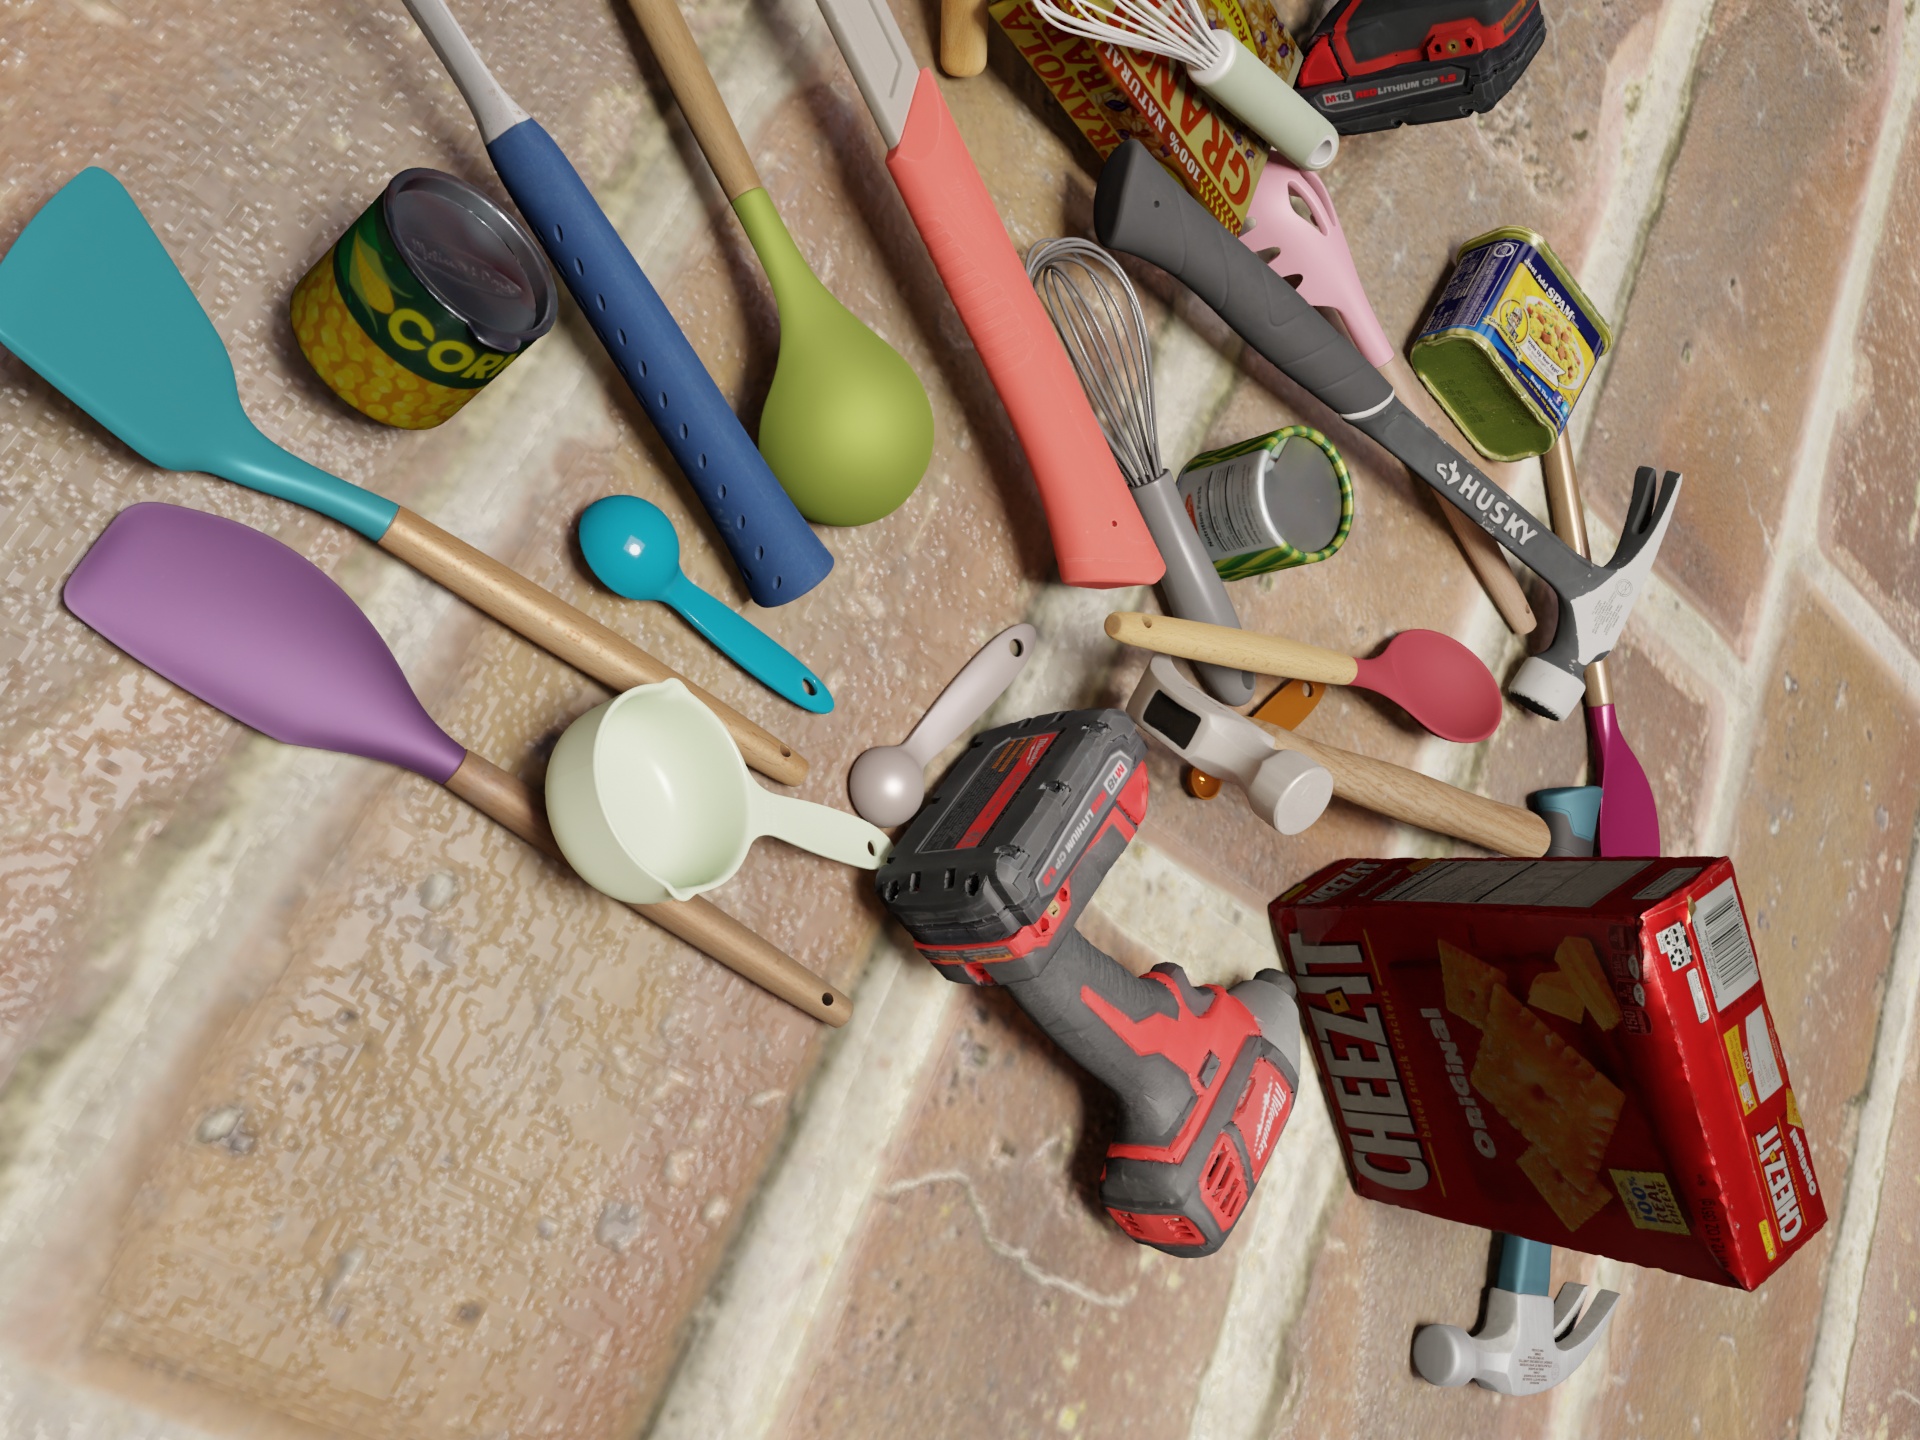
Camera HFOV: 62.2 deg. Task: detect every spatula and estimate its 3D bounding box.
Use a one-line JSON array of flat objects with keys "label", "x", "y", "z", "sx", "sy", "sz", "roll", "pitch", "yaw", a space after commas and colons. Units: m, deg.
[{"label": "spatula", "x": -0.172, "y": -0.059, "z": 0.554, "sx": 0.317, "sy": 0.044, "sz": 0.082, "roll": 34, "pitch": 40, "yaw": -29}, {"label": "spatula", "x": -0.158, "y": 0.028, "z": 0.570, "sx": 0.315, "sy": 0.018, "sz": 0.060, "roll": 38, "pitch": 62, "yaw": -24}]

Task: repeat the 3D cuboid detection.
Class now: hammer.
[{"label": "hammer", "x": -0.159, "y": -0.212, "z": 0.542, "sx": 0.035, "sy": 0.144, "sz": 0.405, "roll": -45, "pitch": 116, "yaw": -29}, {"label": "hammer", "x": 0.196, "y": 0.030, "z": 0.758, "sx": 0.331, "sy": 0.130, "sz": 0.031, "roll": 16, "pitch": 107, "yaw": -46}, {"label": "hammer", "x": 0.002, "y": -0.216, "z": 0.652, "sx": 0.149, "sy": 0.037, "sz": 0.359, "roll": -38, "pitch": 109, "yaw": -28}, {"label": "hammer", "x": 0.317, "y": 0.193, "z": 0.868, "sx": 0.128, "sy": 0.033, "sz": 0.331, "roll": 19, "pitch": 75, "yaw": -31}, {"label": "hammer", "x": 0.221, "y": -0.154, "z": 0.802, "sx": 0.408, "sy": 0.036, "sz": 0.149, "roll": 31, "pitch": 92, "yaw": -29}]

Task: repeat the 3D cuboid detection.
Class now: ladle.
[{"label": "ladle", "x": 0.171, "y": -0.026, "z": 0.759, "sx": 0.315, "sy": 0.031, "sz": 0.069, "roll": 7, "pitch": 57, "yaw": -46}, {"label": "ladle", "x": -0.100, "y": -0.226, "z": 0.630, "sx": 0.078, "sy": 0.062, "sz": 0.320, "roll": -29, "pitch": 94, "yaw": -27}]

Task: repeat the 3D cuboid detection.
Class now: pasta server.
[{"label": "pasta server", "x": 0.232, "y": -0.169, "z": 0.854, "sx": 0.060, "sy": 0.040, "sz": 0.316, "roll": -49, "pitch": 116, "yaw": -28}]

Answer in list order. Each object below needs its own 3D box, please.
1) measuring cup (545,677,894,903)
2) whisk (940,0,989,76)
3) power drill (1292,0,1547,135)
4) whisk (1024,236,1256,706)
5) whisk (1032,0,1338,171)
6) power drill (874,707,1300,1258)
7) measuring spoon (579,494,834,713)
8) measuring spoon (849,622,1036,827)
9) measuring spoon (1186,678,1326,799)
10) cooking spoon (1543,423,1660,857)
[{"label": "measuring cup", "x": -0.087, "y": 0.039, "z": 0.602, "sx": 0.167, "sy": 0.038, "sz": 0.083, "roll": 23, "pitch": 54, "yaw": -52}, {"label": "whisk", "x": 0.004, "y": -0.389, "z": 0.642, "sx": 0.051, "sy": 0.047, "sz": 0.244, "roll": -22, "pitch": 131, "yaw": -31}, {"label": "power drill", "x": 0.180, "y": -0.408, "z": 0.775, "sx": 0.080, "sy": 0.188, "sz": 0.226, "roll": -54, "pitch": 132, "yaw": -31}, {"label": "whisk", "x": 0.088, "y": -0.111, "z": 0.739, "sx": 0.055, "sy": 0.055, "sz": 0.238, "roll": -36, "pitch": 110, "yaw": -31}, {"label": "whisk", "x": 0.105, "y": -0.294, "z": 0.697, "sx": 0.246, "sy": 0.057, "sz": 0.059, "roll": 9, "pitch": 38, "yaw": -51}, {"label": "power drill", "x": 0.073, "y": 0.108, "z": 0.682, "sx": 0.219, "sy": 0.078, "sz": 0.143, "roll": 55, "pitch": 51, "yaw": -21}, {"label": "measuring spoon", "x": -0.090, "y": -0.044, "z": 0.615, "sx": 0.128, "sy": 0.021, "sz": 0.042, "roll": 39, "pitch": 41, "yaw": -28}, {"label": "measuring spoon", "x": -0.001, "y": -0.002, "z": 0.680, "sx": 0.124, "sy": 0.018, "sz": 0.034, "roll": -48, "pitch": 111, "yaw": -29}, {"label": "measuring spoon", "x": 0.147, "y": 0.005, "z": 0.787, "sx": 0.117, "sy": 0.011, "sz": 0.021, "roll": -36, "pitch": 105, "yaw": -35}, {"label": "cooking spoon", "x": 0.374, "y": -0.035, "z": 0.939, "sx": 0.068, "sy": 0.017, "sz": 0.319, "roll": -11, "pitch": 92, "yaw": -39}]
